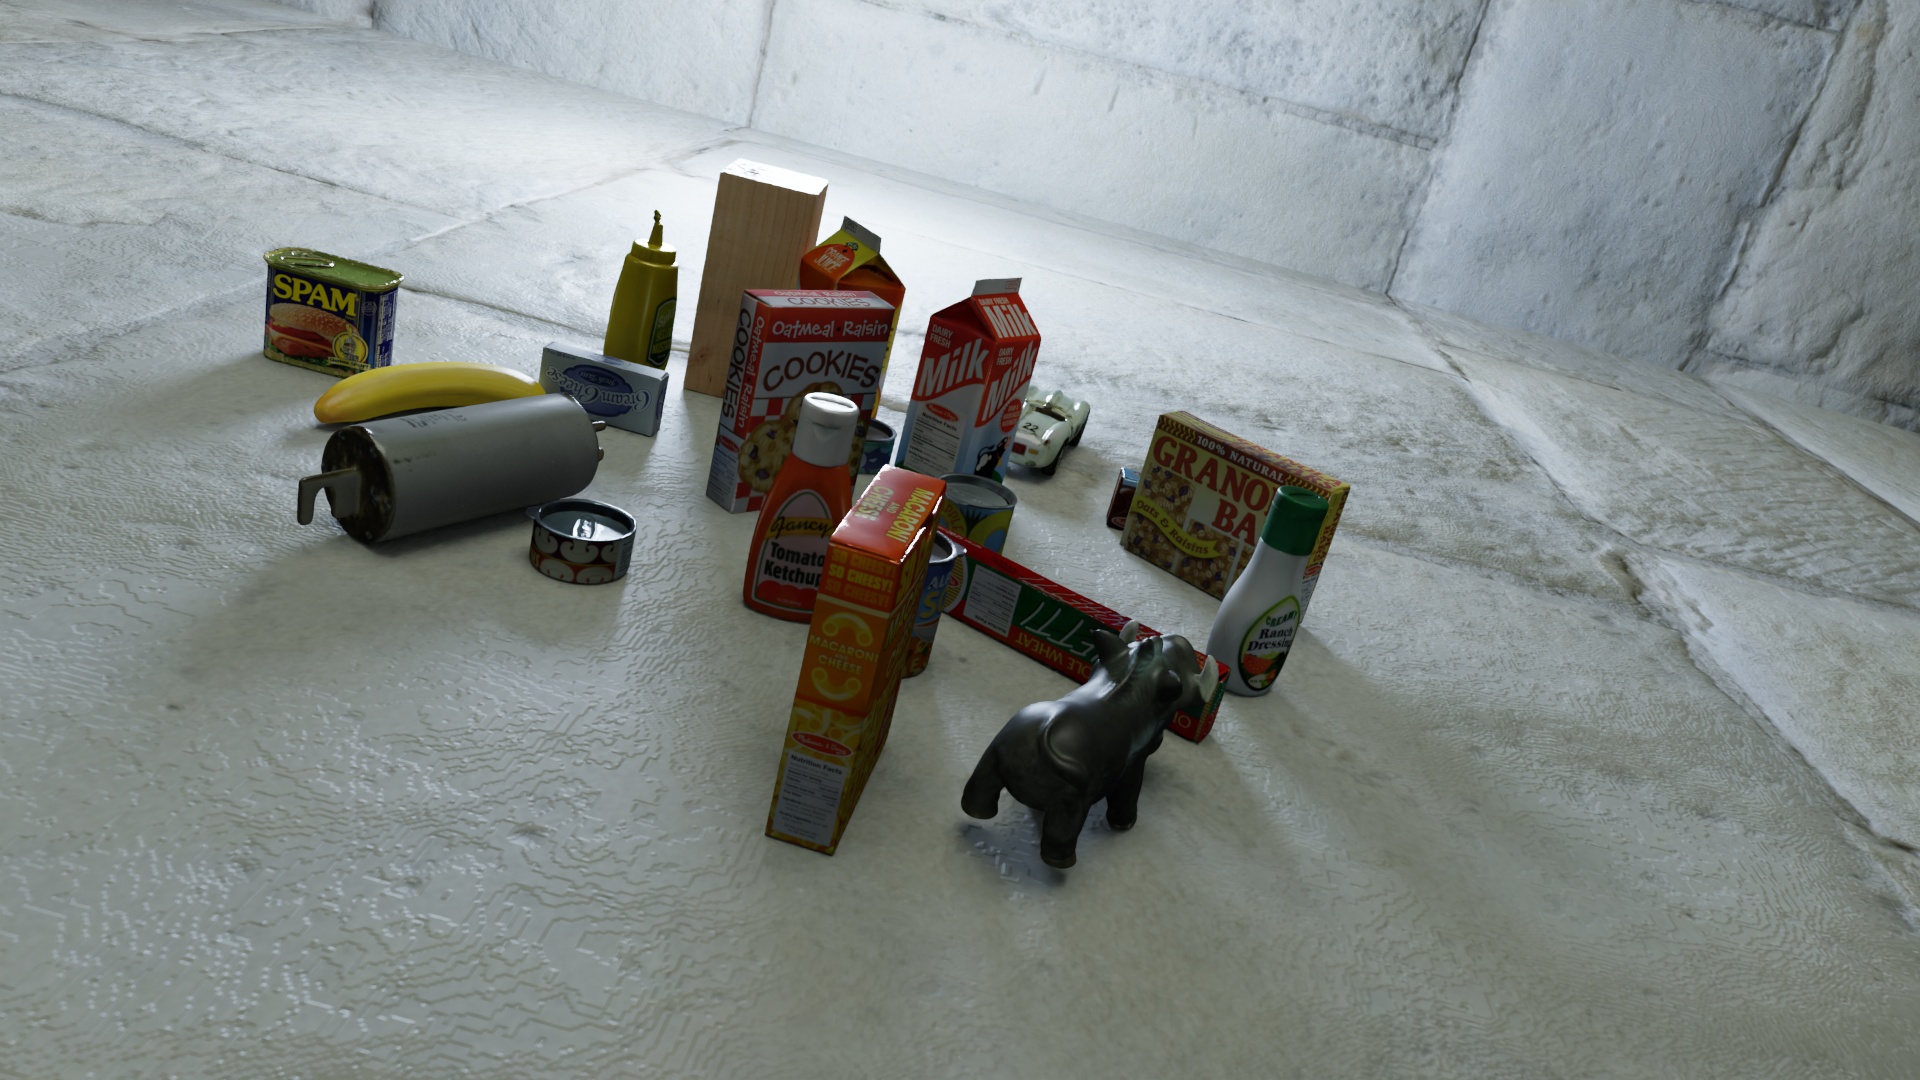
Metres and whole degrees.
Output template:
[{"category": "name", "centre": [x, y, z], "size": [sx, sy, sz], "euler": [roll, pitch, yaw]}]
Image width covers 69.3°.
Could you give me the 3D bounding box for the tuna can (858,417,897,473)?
[{"category": "tuna can", "centre": [-0.093, -0.085, 1.219], "size": [0.071, 0.032, 0.071], "euler": [12, 22, -5]}]

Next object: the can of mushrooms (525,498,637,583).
[{"category": "can of mushrooms", "centre": [-0.252, 0.000, 0.916], "size": [0.071, 0.033, 0.071], "euler": [12, 22, -5]}]

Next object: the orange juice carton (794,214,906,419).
[{"category": "orange juice carton", "centre": [-0.107, -0.189, 1.246], "size": [0.073, 0.191, 0.072], "euler": [-1, 26, -34]}]

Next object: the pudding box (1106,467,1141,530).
[{"category": "pudding box", "centre": [0.175, -0.029, 1.228], "size": [0.084, 0.049, 0.030], "euler": [14, 22, -2]}]

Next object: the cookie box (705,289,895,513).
[{"category": "cookie box", "centre": [-0.125, -0.110, 1.079], "size": [0.123, 0.166, 0.040], "euler": [-9, 31, -45]}]

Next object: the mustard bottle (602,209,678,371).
[{"category": "mustard bottle", "centre": [-0.283, -0.218, 1.250], "size": [0.049, 0.159, 0.065], "euler": [18, 22, 9]}]

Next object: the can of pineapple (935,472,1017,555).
[{"category": "can of pineapple", "centre": [0.004, -0.013, 1.073], "size": [0.071, 0.057, 0.071], "euler": [12, 22, -5]}]

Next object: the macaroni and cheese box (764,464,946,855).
[{"category": "macaroni and cheese box", "centre": [-0.051, 0.058, 0.723], "size": [0.040, 0.165, 0.124], "euler": [16, 22, 4]}]

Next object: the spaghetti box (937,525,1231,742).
[{"category": "spaghetti box", "centre": [0.066, 0.059, 0.949], "size": [0.250, 0.050, 0.029], "euler": [26, 24, 26]}]

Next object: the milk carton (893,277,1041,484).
[{"category": "milk carton", "centre": [0.010, -0.132, 1.185], "size": [0.073, 0.189, 0.072], "euler": [27, 25, 28]}]

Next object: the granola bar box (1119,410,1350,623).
[{"category": "granola bar box", "centre": [0.221, -0.019, 1.132], "size": [0.166, 0.123, 0.039], "euler": [30, 26, 34]}]

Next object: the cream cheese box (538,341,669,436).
[{"category": "cream cheese box", "centre": [-0.300, -0.127, 1.163], "size": [0.104, 0.053, 0.024], "euler": [15, 22, 2]}]

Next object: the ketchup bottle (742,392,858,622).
[{"category": "ketchup bottle", "centre": [-0.099, -0.022, 0.908], "size": [0.065, 0.148, 0.044], "euler": [13, 22, -5]}]

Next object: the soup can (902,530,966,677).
[{"category": "soup can", "centre": [-0.040, 0.037, 0.890], "size": [0.071, 0.083, 0.071], "euler": [13, 22, -5]}]

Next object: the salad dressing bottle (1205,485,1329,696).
[{"category": "salad dressing bottle", "centre": [0.215, 0.035, 0.968], "size": [0.064, 0.147, 0.044], "euler": [-1, 26, -33]}]
